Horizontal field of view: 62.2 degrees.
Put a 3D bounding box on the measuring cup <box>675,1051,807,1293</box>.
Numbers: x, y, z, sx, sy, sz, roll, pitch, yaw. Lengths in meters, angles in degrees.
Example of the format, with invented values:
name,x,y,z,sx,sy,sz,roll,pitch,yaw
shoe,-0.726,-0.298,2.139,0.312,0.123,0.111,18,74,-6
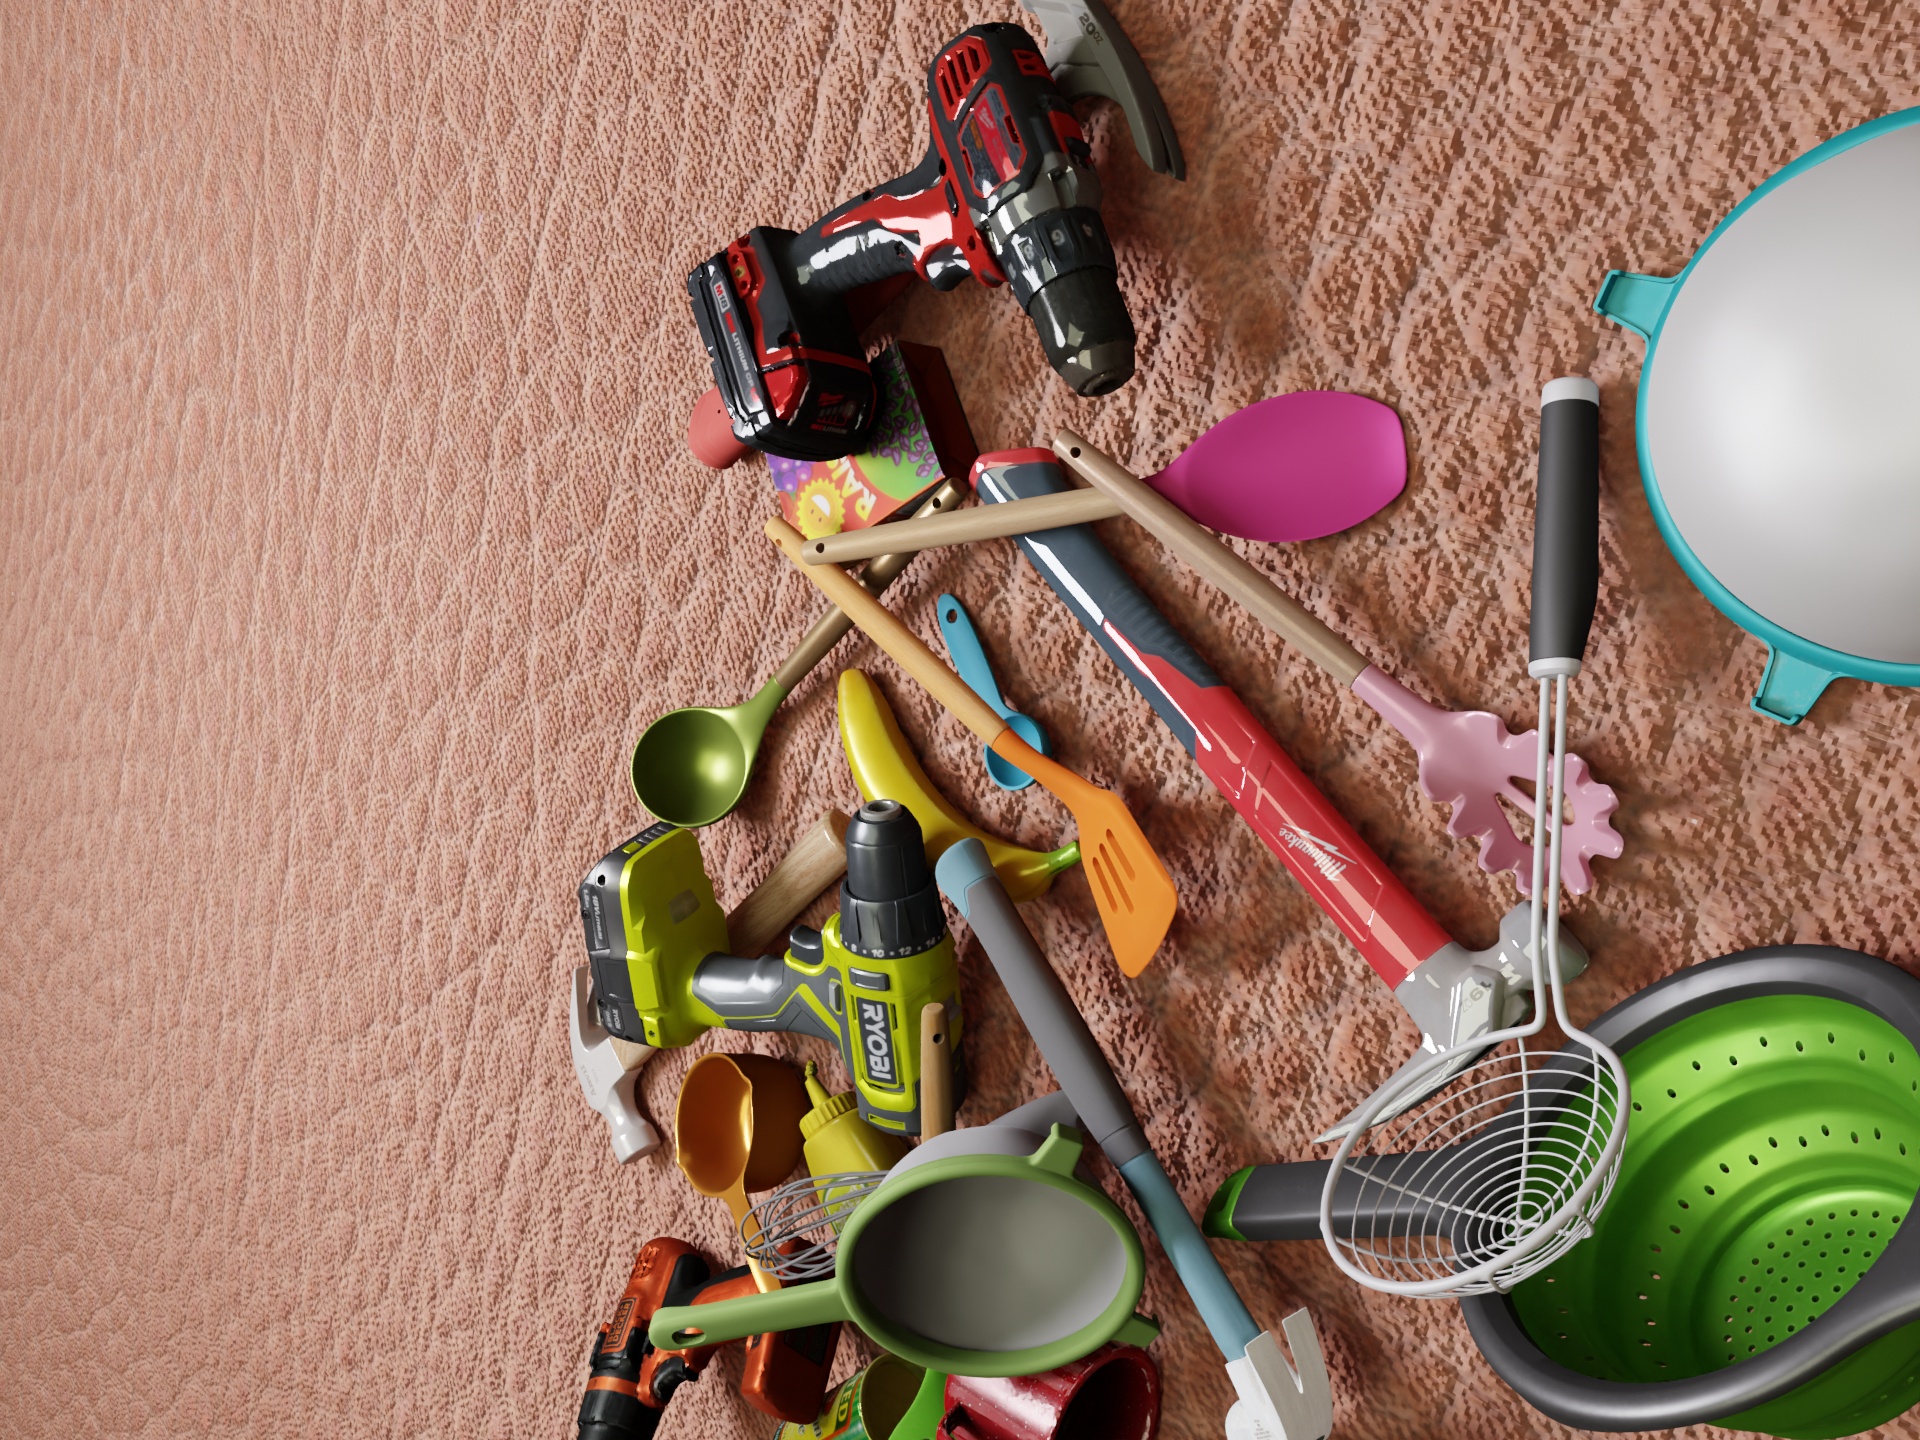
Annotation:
name,x,y,z,sx,sy,sz,roll,pitch,yaw
measuring cup,-0.119,0.285,0.980,0.095,0.052,0.174,-49,51,30

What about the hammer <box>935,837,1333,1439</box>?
name,x,y,z,sx,sy,sz,roll,pitch,yaw
hammer,0.078,0.205,0.785,0.331,0.033,0.128,59,162,19

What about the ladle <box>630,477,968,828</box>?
name,x,y,z,sx,sy,sz,roll,pitch,yaw
ladle,-0.098,-0.036,0.932,0.320,0.062,0.078,-43,74,39

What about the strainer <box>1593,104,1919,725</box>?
name,x,y,z,sx,sy,sz,roll,pitch,yaw
strainer,0.373,-0.135,0.507,0.340,0.095,0.211,-25,78,41

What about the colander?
name,x,y,z,sx,sy,sz,roll,pitch,yaw
colander,0.251,0.212,0.647,0.094,0.204,0.397,44,146,-11

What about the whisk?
name,x,y,z,sx,sy,sz,roll,pitch,yaw
whisk,-0.021,0.250,0.876,0.239,0.055,0.055,-28,75,16

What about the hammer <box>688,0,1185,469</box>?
name,x,y,z,sx,sy,sz,roll,pitch,yaw
hammer,-0.037,-0.247,0.889,0.359,0.036,0.149,-37,70,36

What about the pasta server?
name,x,y,z,sx,sy,sz,roll,pitch,yaw
pasta server,0.157,-0.037,0.712,0.316,0.040,0.060,42,104,19

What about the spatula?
name,x,y,z,sx,sy,sz,roll,pitch,yaw
spatula,-0.001,-0.003,0.835,0.323,0.041,0.081,43,144,19

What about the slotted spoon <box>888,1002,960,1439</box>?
name,x,y,z,sx,sy,sz,roll,pitch,yaw
slotted spoon,-0.011,0.296,0.853,0.031,0.070,0.313,-134,41,-68

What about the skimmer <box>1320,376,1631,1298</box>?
name,x,y,z,sx,sy,sz,roll,pitch,yaw
skimmer,0.206,0.034,0.616,0.127,0.090,0.363,-14,68,64

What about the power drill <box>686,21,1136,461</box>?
name,x,y,z,sx,sy,sz,roll,pitch,yaw
power drill,-0.021,-0.212,0.806,0.226,0.080,0.188,-27,76,34

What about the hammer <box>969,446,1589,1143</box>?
name,x,y,z,sx,sy,sz,roll,pitch,yaw
hammer,0.111,0.013,0.770,0.143,0.038,0.387,-47,62,18

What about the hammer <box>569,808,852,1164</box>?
name,x,y,z,sx,sy,sz,roll,pitch,yaw
hammer,-0.166,0.161,1.042,0.331,0.031,0.130,-45,66,34

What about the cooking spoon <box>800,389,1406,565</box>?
name,x,y,z,sx,sy,sz,roll,pitch,yaw
cooking spoon,0.059,-0.106,0.787,0.319,0.017,0.069,-6,88,26

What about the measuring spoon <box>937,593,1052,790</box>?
name,x,y,z,sx,sy,sz,roll,pitch,yaw
measuring spoon,0.019,-0.018,0.880,0.042,0.021,0.129,-42,58,31

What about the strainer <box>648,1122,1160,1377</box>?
name,x,y,z,sx,sy,sz,roll,pitch,yaw
strainer,-0.035,0.266,0.803,0.256,0.069,0.151,-15,119,12

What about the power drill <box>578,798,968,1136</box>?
name,x,y,z,sx,sy,sz,roll,pitch,yaw
power drill,-0.105,0.127,0.916,0.228,0.080,0.190,6,113,28
